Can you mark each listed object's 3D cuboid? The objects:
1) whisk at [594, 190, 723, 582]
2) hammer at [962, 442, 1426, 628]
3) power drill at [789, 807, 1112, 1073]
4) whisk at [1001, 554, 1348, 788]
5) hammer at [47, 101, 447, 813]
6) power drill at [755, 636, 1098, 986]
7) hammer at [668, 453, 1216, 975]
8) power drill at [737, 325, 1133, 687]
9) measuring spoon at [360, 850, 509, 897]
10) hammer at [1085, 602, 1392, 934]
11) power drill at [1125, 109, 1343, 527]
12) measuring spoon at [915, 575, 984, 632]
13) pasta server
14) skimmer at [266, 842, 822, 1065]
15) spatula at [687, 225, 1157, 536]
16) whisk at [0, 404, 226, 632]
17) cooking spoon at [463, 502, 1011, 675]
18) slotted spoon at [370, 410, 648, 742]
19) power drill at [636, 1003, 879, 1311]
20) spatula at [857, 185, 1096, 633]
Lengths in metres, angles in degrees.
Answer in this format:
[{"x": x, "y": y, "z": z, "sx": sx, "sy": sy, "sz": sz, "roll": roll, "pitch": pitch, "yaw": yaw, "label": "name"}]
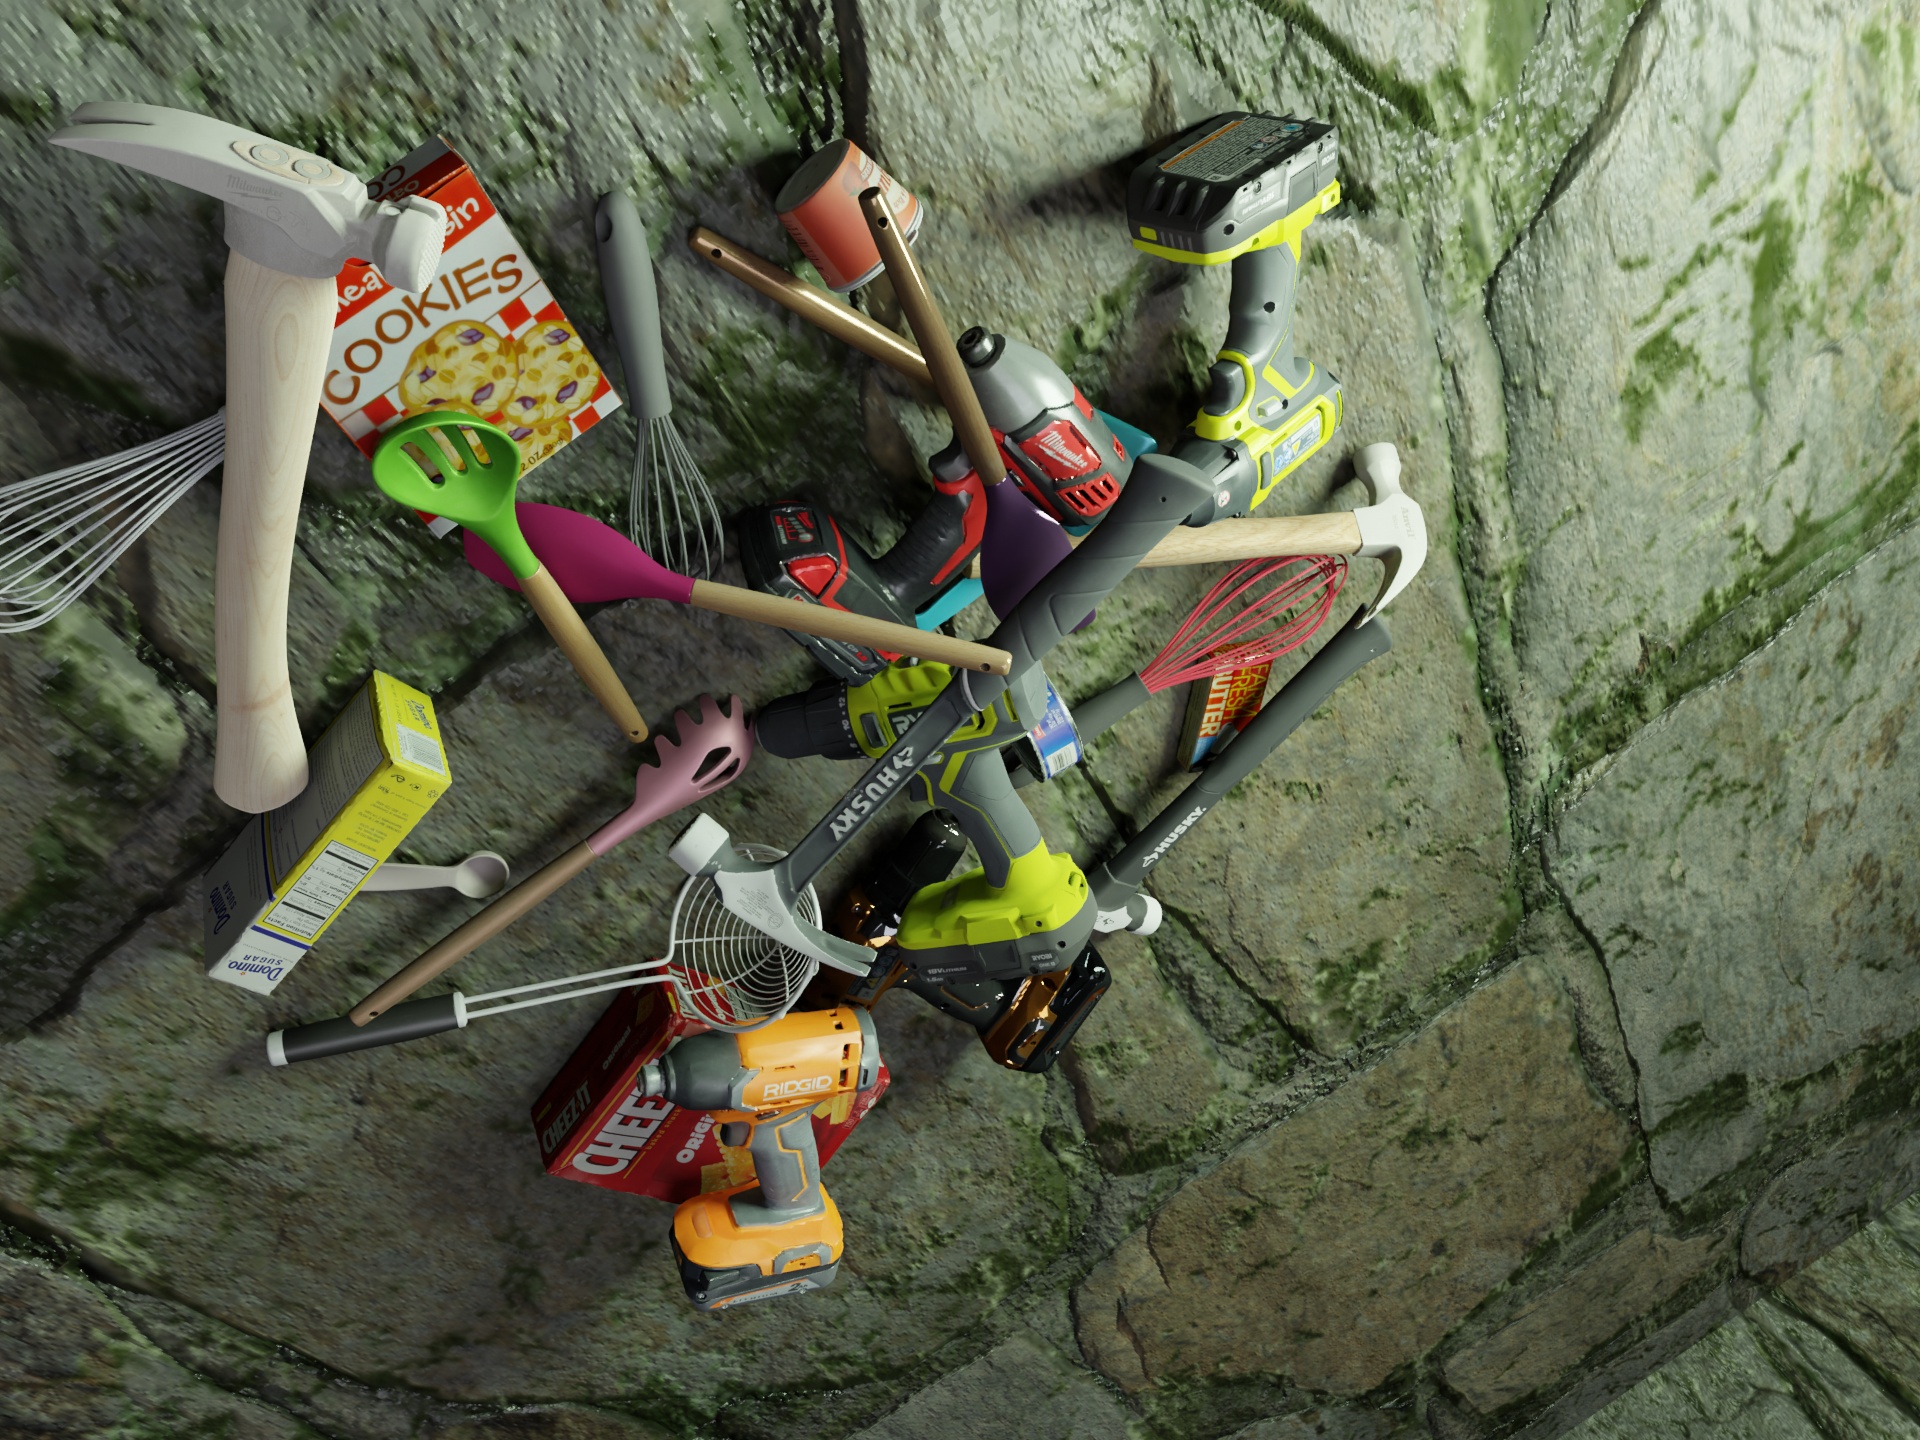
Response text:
[{"x": -0.170, "y": -0.172, "z": 0.882, "sx": 0.055, "sy": 0.055, "sz": 0.238, "roll": -16, "pitch": 125, "yaw": -16, "label": "whisk"}, {"x": 0.160, "y": -0.118, "z": 1.065, "sx": 0.331, "sy": 0.130, "sz": 0.031, "roll": -5, "pitch": 158, "yaw": -15, "label": "hammer"}, {"x": 0.007, "y": 0.168, "z": 1.204, "sx": 0.226, "sy": 0.084, "sz": 0.185, "roll": 23, "pitch": 109, "yaw": -32, "label": "power drill"}, {"x": 0.148, "y": -0.036, "z": 1.138, "sx": 0.296, "sy": 0.073, "sz": 0.073, "roll": -33, "pitch": 132, "yaw": 6, "label": "whisk"}, {"x": -0.348, "y": -0.094, "z": 0.767, "sx": 0.146, "sy": 0.038, "sz": 0.410, "roll": 17, "pitch": 134, "yaw": -12, "label": "hammer"}, {"x": -0.017, "y": 0.060, "z": 1.049, "sx": 0.190, "sy": 0.080, "sz": 0.228, "roll": -11, "pitch": 115, "yaw": 20, "label": "power drill"}, {"x": -0.002, "y": -0.003, "z": 0.951, "sx": 0.149, "sy": 0.036, "sz": 0.409, "roll": 42, "pitch": 113, "yaw": -7, "label": "hammer"}, {"x": -0.019, "y": -0.130, "z": 0.942, "sx": 0.219, "sy": 0.079, "sz": 0.143, "roll": -35, "pitch": 132, "yaw": 14, "label": "power drill"}, {"x": -0.351, "y": 0.095, "z": 1.009, "sx": 0.124, "sy": 0.018, "sz": 0.034, "roll": 2, "pitch": 120, "yaw": -20, "label": "measuring spoon"}, {"x": 0.194, "y": 0.039, "z": 1.195, "sx": 0.146, "sy": 0.035, "sz": 0.334, "roll": 20, "pitch": 121, "yaw": -41, "label": "hammer"}, {"x": 0.166, "y": -0.233, "z": 0.961, "sx": 0.171, "sy": 0.080, "sz": 0.223, "roll": -39, "pitch": 137, "yaw": -30, "label": "power drill"}, {"x": -0.014, "y": -0.080, "z": 1.054, "sx": 0.128, "sy": 0.021, "sz": 0.042, "roll": -38, "pitch": 135, "yaw": -9, "label": "measuring spoon"}, {"x": -0.261, "y": 0.093, "z": 1.023, "sx": 0.316, "sy": 0.040, "sz": 0.060, "roll": -36, "pitch": 133, "yaw": -3, "label": "pasta server"}, {"x": -0.272, "y": 0.170, "z": 1.049, "sx": 0.363, "sy": 0.127, "sz": 0.090, "roll": -10, "pitch": 159, "yaw": -13, "label": "skimmer"}, {"x": -0.021, "y": -0.205, "z": 0.935, "sx": 0.317, "sy": 0.044, "sz": 0.082, "roll": 22, "pitch": 121, "yaw": -36, "label": "spatula"}, {"x": -0.387, "y": -0.134, "z": 0.794, "sx": 0.284, "sy": 0.070, "sz": 0.070, "roll": -34, "pitch": 132, "yaw": -9, "label": "whisk"}, {"x": -0.127, "y": -0.067, "z": 0.903, "sx": 0.319, "sy": 0.017, "sz": 0.068, "roll": 13, "pitch": 133, "yaw": -1, "label": "cooking spoon"}, {"x": -0.234, "y": -0.070, "z": 0.887, "sx": 0.070, "sy": 0.031, "sz": 0.313, "roll": -20, "pitch": 148, "yaw": -1, "label": "slotted spoon"}, {"x": -0.151, "y": 0.307, "z": 1.126, "sx": 0.164, "sy": 0.084, "sz": 0.226, "roll": -3, "pitch": 119, "yaw": -23, "label": "power drill"}, {"x": 0.008, "y": -0.152, "z": 0.873, "sx": 0.060, "sy": 0.018, "sz": 0.315, "roll": -23, "pitch": 133, "yaw": 4, "label": "spatula"}]
